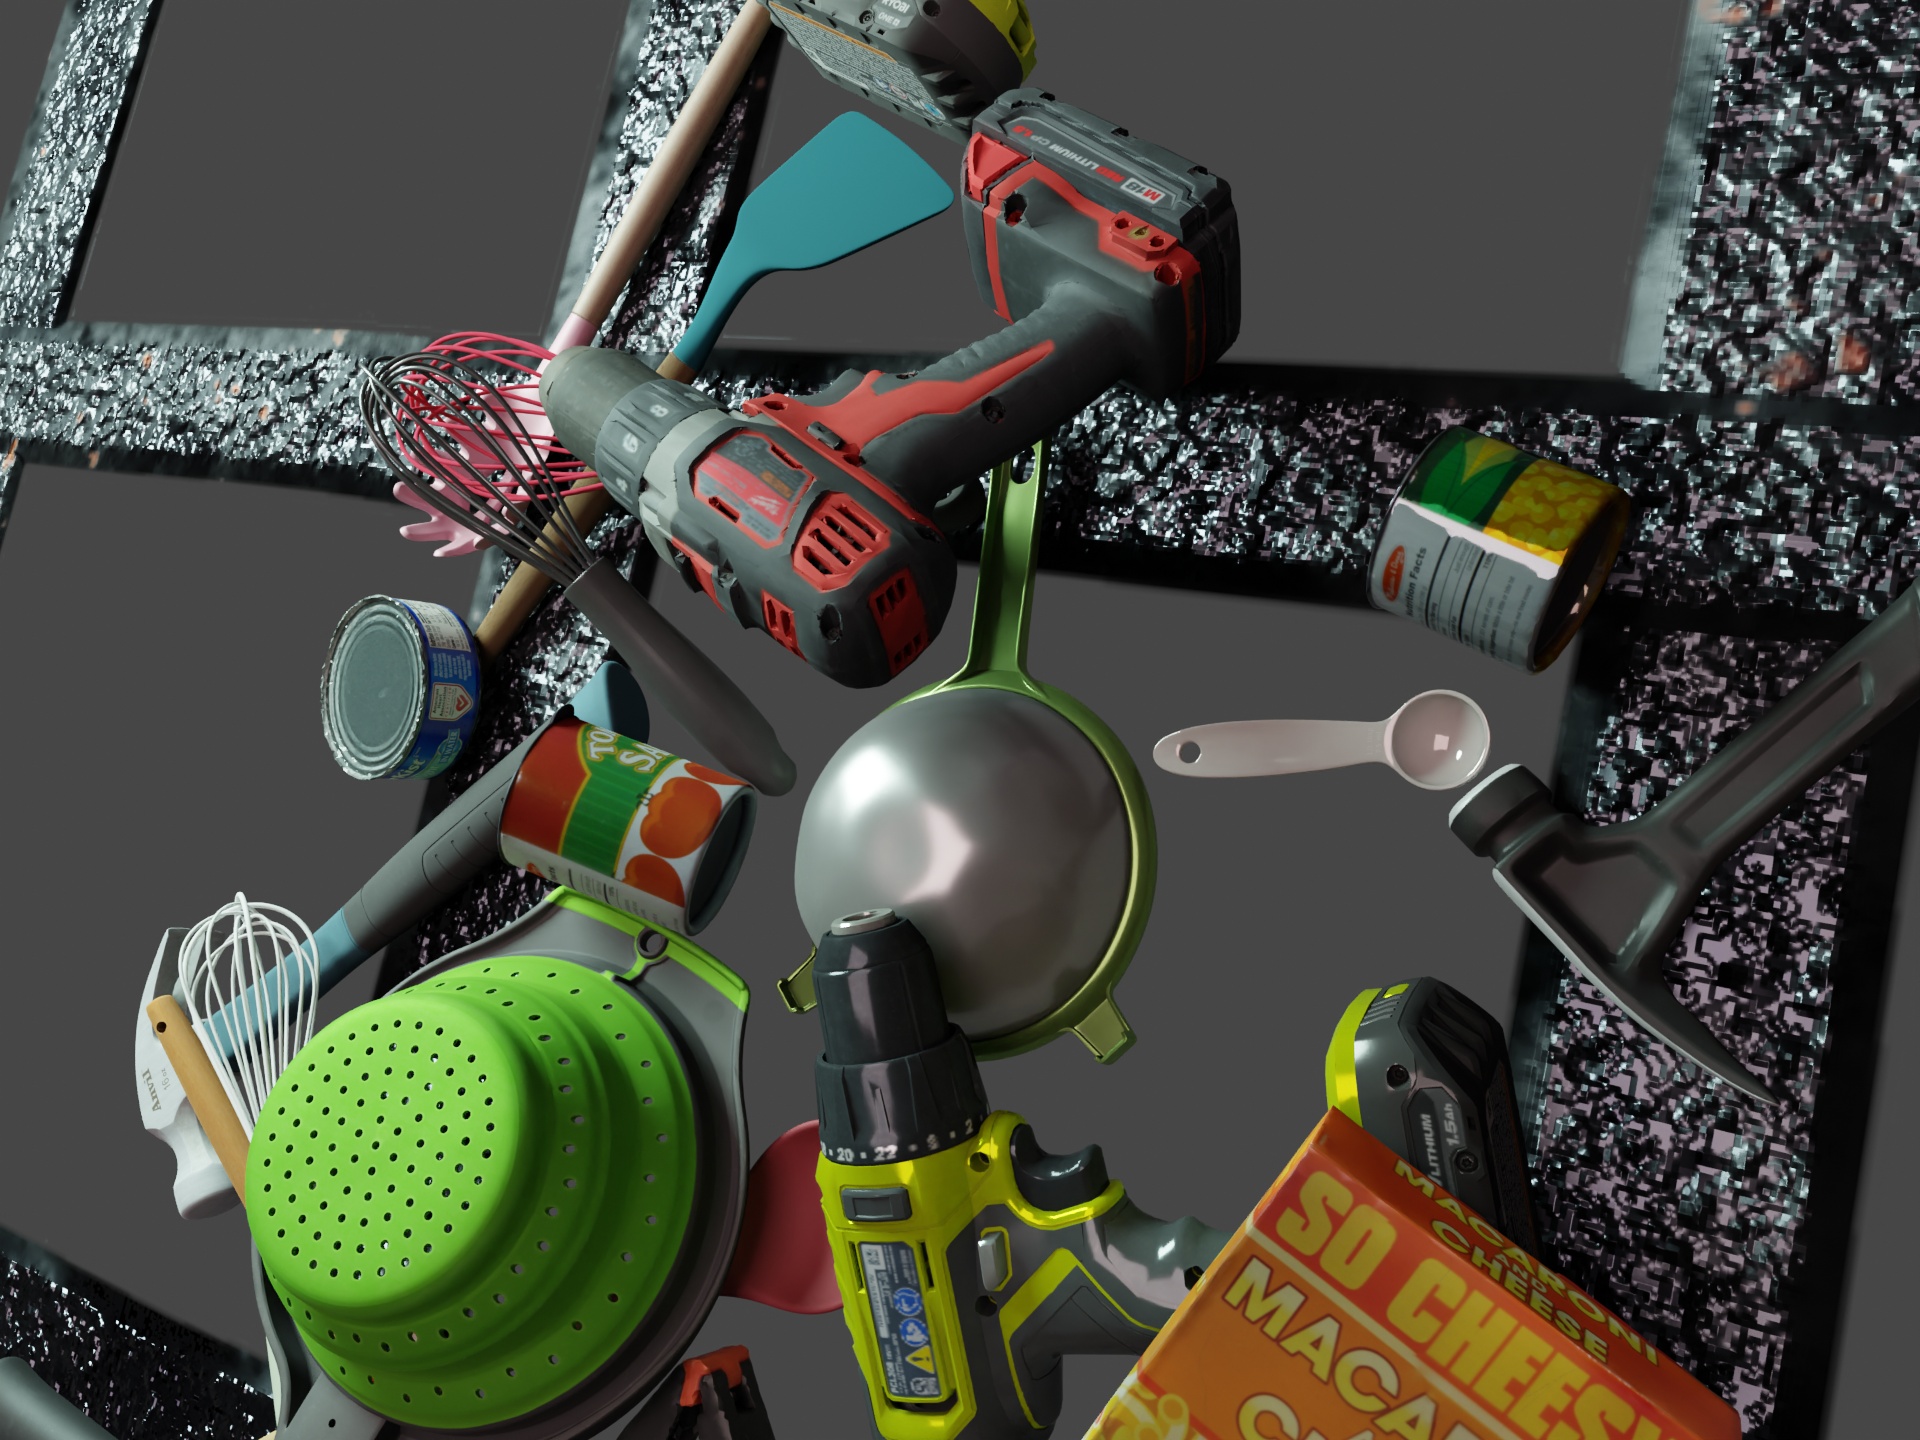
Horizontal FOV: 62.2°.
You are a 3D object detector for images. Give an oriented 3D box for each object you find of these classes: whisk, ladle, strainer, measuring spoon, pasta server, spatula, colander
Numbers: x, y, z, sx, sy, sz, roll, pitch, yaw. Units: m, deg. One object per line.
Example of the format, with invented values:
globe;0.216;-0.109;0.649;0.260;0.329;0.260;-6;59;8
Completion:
whisk;-0.290;0.185;0.674;0.059;0.057;0.247;-53;49;49
ladle;-0.155;0.238;0.625;0.315;0.031;0.069;-26;62;12
strainer;-0.001;-0.002;0.597;0.151;0.069;0.256;4;82;28
measuring spoon;0.127;0.010;0.563;0.124;0.018;0.034;-4;77;34
pasta server;-0.167;-0.215;0.750;0.060;0.040;0.316;31;93;16
whisk;-0.152;-0.057;0.643;0.055;0.055;0.239;-41;99;14
spatula;-0.131;-0.138;0.724;0.317;0.044;0.082;-50;62;14
spatula;-0.280;0.253;0.685;0.081;0.041;0.323;-40;74;8
whisk;-0.123;-0.114;0.659;0.296;0.073;0.073;14;85;25
colander;-0.228;0.232;0.564;0.205;0.094;0.397;24;74;24

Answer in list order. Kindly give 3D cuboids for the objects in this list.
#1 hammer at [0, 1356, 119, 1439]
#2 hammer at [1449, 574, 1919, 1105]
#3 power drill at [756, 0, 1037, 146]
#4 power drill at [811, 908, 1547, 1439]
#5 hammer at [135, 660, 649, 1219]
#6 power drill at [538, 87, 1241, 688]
hammer;-0.273;0.344;0.626;0.335;0.035;0.146;22;105;21
hammer;0.311;-0.038;0.464;0.337;0.034;0.127;-45;62;12
power drill;0.014;-0.374;0.673;0.171;0.080;0.223;36;92;28
power drill;0.057;0.147;0.508;0.228;0.080;0.190;-10;93;25
hammer;-0.267;0.089;0.736;0.331;0.033;0.128;-38;65;15
power drill;-0.028;-0.132;0.582;0.188;0.080;0.227;37;70;28
